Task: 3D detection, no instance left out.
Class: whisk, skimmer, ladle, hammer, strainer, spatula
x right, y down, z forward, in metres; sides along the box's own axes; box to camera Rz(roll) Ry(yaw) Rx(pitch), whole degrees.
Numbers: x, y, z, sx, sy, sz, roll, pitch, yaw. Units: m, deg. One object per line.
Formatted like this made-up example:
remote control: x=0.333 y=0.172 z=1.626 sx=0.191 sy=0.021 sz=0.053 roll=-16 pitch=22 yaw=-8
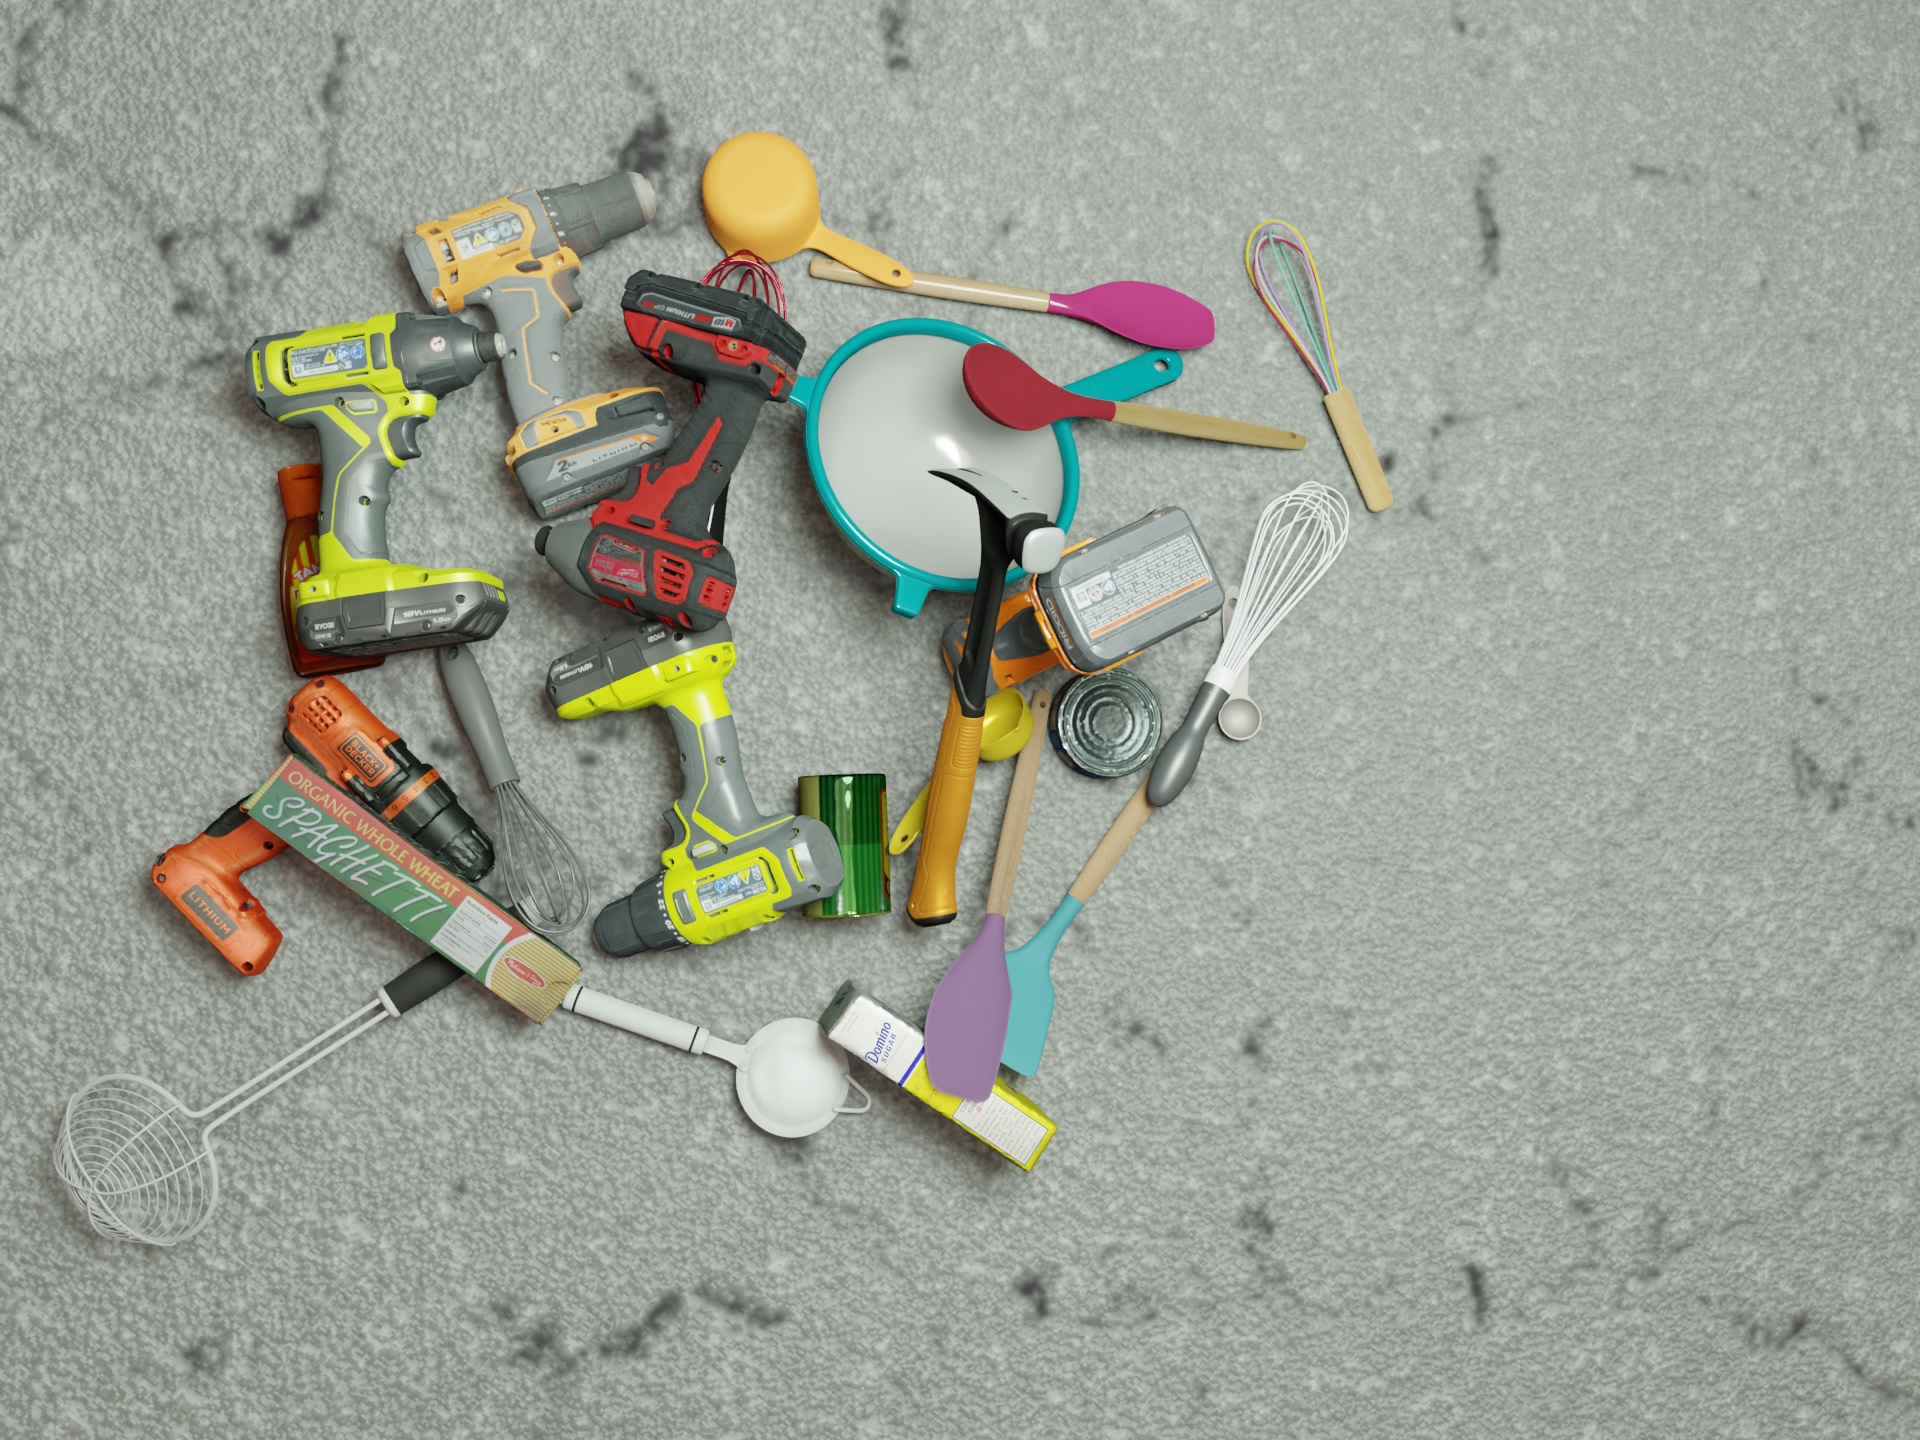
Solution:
whisk: x=-0.180 y=-0.201 z=1.179 sx=0.073 sy=0.073 sz=0.296 roll=8 pitch=91 yaw=-8
skimmer: x=-0.461 y=0.234 z=1.131 sx=0.363 sy=0.090 sz=0.127 roll=-33 pitch=93 yaw=-18
ladle: x=0.135 y=-0.230 z=1.192 sx=0.315 sy=0.031 sz=0.069 roll=3 pitch=66 yaw=-29
whisk: x=0.286 y=-0.280 z=1.262 sx=0.047 sy=0.051 sz=0.245 roll=-23 pitch=95 yaw=12
whisk: x=0.214 y=-0.059 z=1.220 sx=0.070 sy=0.070 sz=0.284 roll=30 pitch=83 yaw=-6
hammer: x=-0.002 y=-0.003 z=1.089 sx=0.034 sy=0.127 sz=0.336 roll=-8 pitch=123 yaw=-29
strainer: x=-0.184 y=0.239 z=1.166 sx=0.258 sy=0.050 sz=0.087 roll=20 pitch=69 yaw=-4
whisk: x=-0.324 y=0.044 z=1.138 sx=0.055 sy=0.055 sz=0.239 roll=-24 pitch=78 yaw=-9
spatula: x=0.106 y=0.117 z=1.211 sx=0.082 sy=0.044 sz=0.317 roll=36 pitch=82 yaw=-2
strainer: x=0.024 y=-0.206 z=1.201 sx=0.340 sy=0.095 sz=0.211 roll=-27 pitch=86 yaw=-29
spatula: x=0.029 y=0.119 z=1.165 sx=0.059 sy=0.018 sz=0.316 roll=18 pitch=67 yaw=-10

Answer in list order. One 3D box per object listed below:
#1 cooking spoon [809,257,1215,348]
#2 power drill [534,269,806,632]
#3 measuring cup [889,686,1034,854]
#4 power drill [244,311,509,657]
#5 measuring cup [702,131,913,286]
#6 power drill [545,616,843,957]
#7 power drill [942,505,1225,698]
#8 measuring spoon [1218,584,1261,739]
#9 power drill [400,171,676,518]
cooking spoon: x=0.042 y=-0.328 z=1.233 sx=0.319 sy=0.017 sz=0.069 roll=7 pitch=58 yaw=-7
power drill: x=-0.198 y=-0.179 z=1.071 sx=0.143 sy=0.078 sz=0.220 roll=17 pitch=89 yaw=18
measuring cup: x=0.000 y=0.043 z=1.187 sx=0.156 sy=0.062 sz=0.029 roll=-53 pitch=133 yaw=-15
power drill: x=-0.385 y=-0.163 z=1.085 sx=0.171 sy=0.080 sz=0.223 roll=-8 pitch=87 yaw=4
measuring cup: x=-0.112 y=-0.374 z=1.185 sx=0.173 sy=0.052 sz=0.095 roll=27 pitch=80 yaw=4
power drill: x=-0.207 y=0.050 z=1.137 sx=0.190 sy=0.080 sz=0.228 roll=-21 pitch=89 yaw=18
power drill: x=0.093 y=-0.082 z=1.125 sx=0.164 sy=0.226 sz=0.084 roll=-26 pitch=93 yaw=-19
measuring spoon: x=0.216 y=-0.045 z=1.252 sx=0.034 sy=0.018 sz=0.124 roll=0 pitch=81 yaw=-5
power drill: x=-0.279 y=-0.283 z=1.159 sx=0.185 sy=0.084 sz=0.226 roll=-24 pitch=87 yaw=-10
